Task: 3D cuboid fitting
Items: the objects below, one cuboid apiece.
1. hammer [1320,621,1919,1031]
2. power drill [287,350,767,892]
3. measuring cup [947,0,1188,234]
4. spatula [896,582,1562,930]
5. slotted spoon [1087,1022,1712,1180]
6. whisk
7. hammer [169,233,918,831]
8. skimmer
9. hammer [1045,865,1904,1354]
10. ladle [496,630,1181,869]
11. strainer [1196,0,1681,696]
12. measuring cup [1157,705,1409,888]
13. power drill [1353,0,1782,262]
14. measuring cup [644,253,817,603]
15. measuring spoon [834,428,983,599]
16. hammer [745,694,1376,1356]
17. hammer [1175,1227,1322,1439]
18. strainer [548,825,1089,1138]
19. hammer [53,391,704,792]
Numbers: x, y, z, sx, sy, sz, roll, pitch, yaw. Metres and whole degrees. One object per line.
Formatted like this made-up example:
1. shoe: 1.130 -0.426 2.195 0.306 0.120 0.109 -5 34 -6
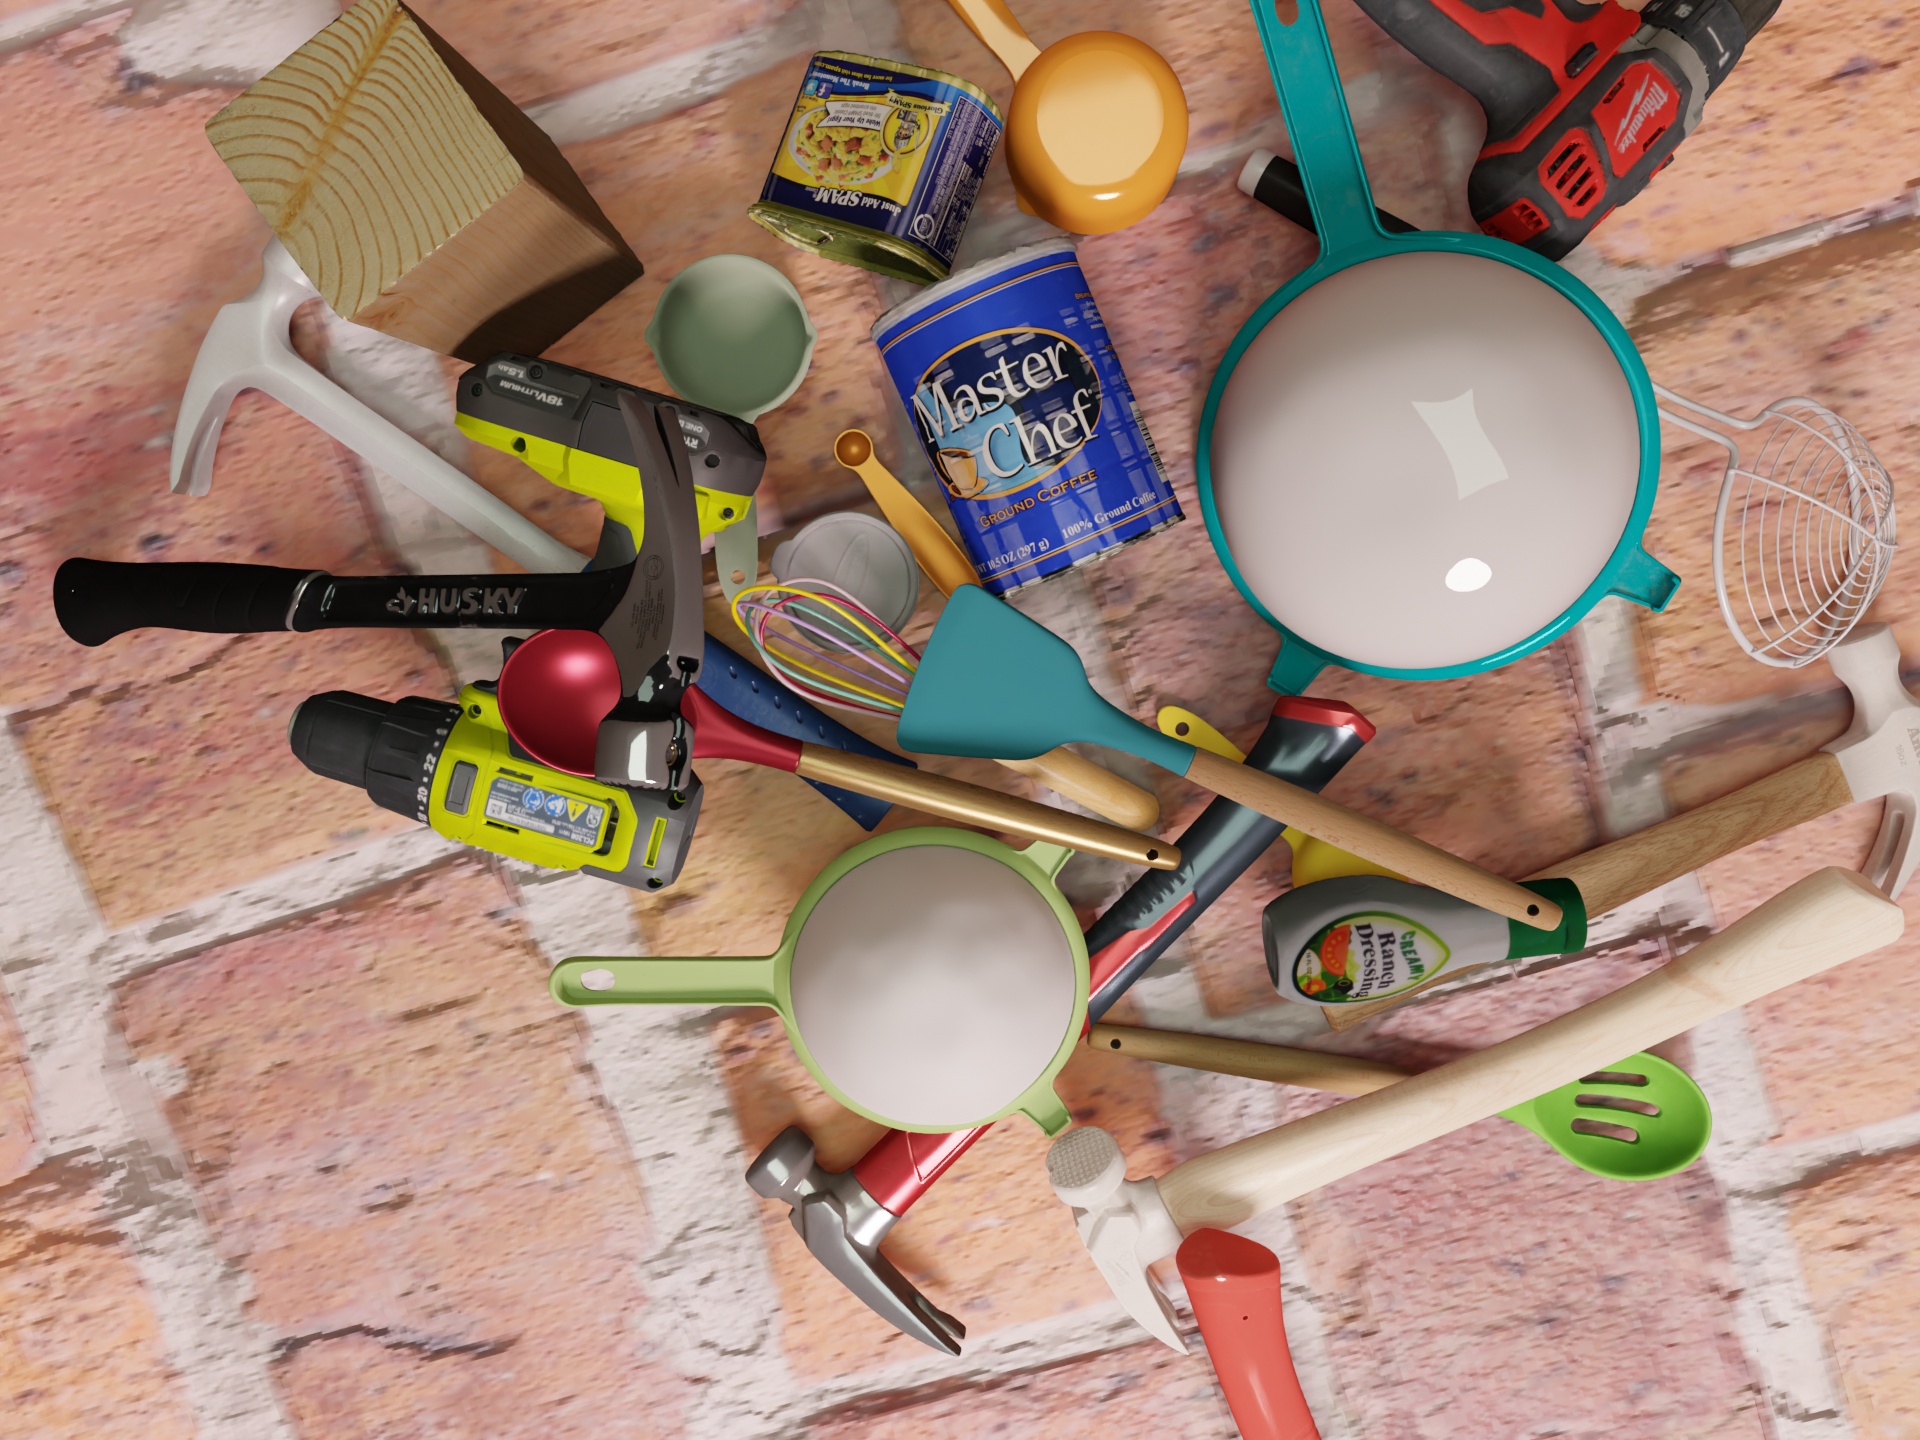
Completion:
1. hammer: 0.334 0.078 0.800 0.331 0.031 0.130 -25 95 4
2. power drill: -0.197 -0.048 0.737 0.190 0.080 0.228 17 99 -2
3. measuring cup: 0.037 -0.311 0.751 0.095 0.052 0.173 -41 96 5
4. spatula: 0.130 0.032 0.733 0.317 0.044 0.082 23 97 2
5. slotted spoon: 0.221 0.183 0.816 0.314 0.031 0.070 8 99 2
6. whisk: 0.000 -0.003 0.754 0.244 0.051 0.047 28 115 -24
7. hammer: -0.202 -0.071 0.790 0.405 0.035 0.144 35 95 -3
8. skimmer: 0.288 -0.160 0.772 0.363 0.090 0.127 33 73 8
9. hammer: 0.254 0.182 0.771 0.410 0.038 0.146 -25 120 6
10. ladle: -0.047 0.022 0.711 0.315 0.031 0.069 16 99 -11
11. strainer: 0.181 -0.169 0.704 0.211 0.095 0.340 -14 102 25
12. measuring cup: 0.160 0.046 0.799 0.156 0.029 0.062 40 95 -4
13. power drill: 0.259 -0.348 0.730 0.226 0.080 0.188 44 85 -7
14. measuring cup: -0.109 -0.141 0.781 0.083 0.038 0.167 0 98 1
15. measuring spoon: -0.023 -0.098 0.799 0.021 0.011 0.117 -38 98 4
16. hammer: 0.071 0.144 0.792 0.143 0.038 0.386 44 98 0
17. hammer: 0.171 0.409 0.801 0.149 0.037 0.359 -22 108 2
18. strainer: -0.066 0.128 0.732 0.256 0.069 0.151 0 97 -1
19. hammer: -0.272 -0.057 0.695 0.409 0.036 0.149 3 86 31
